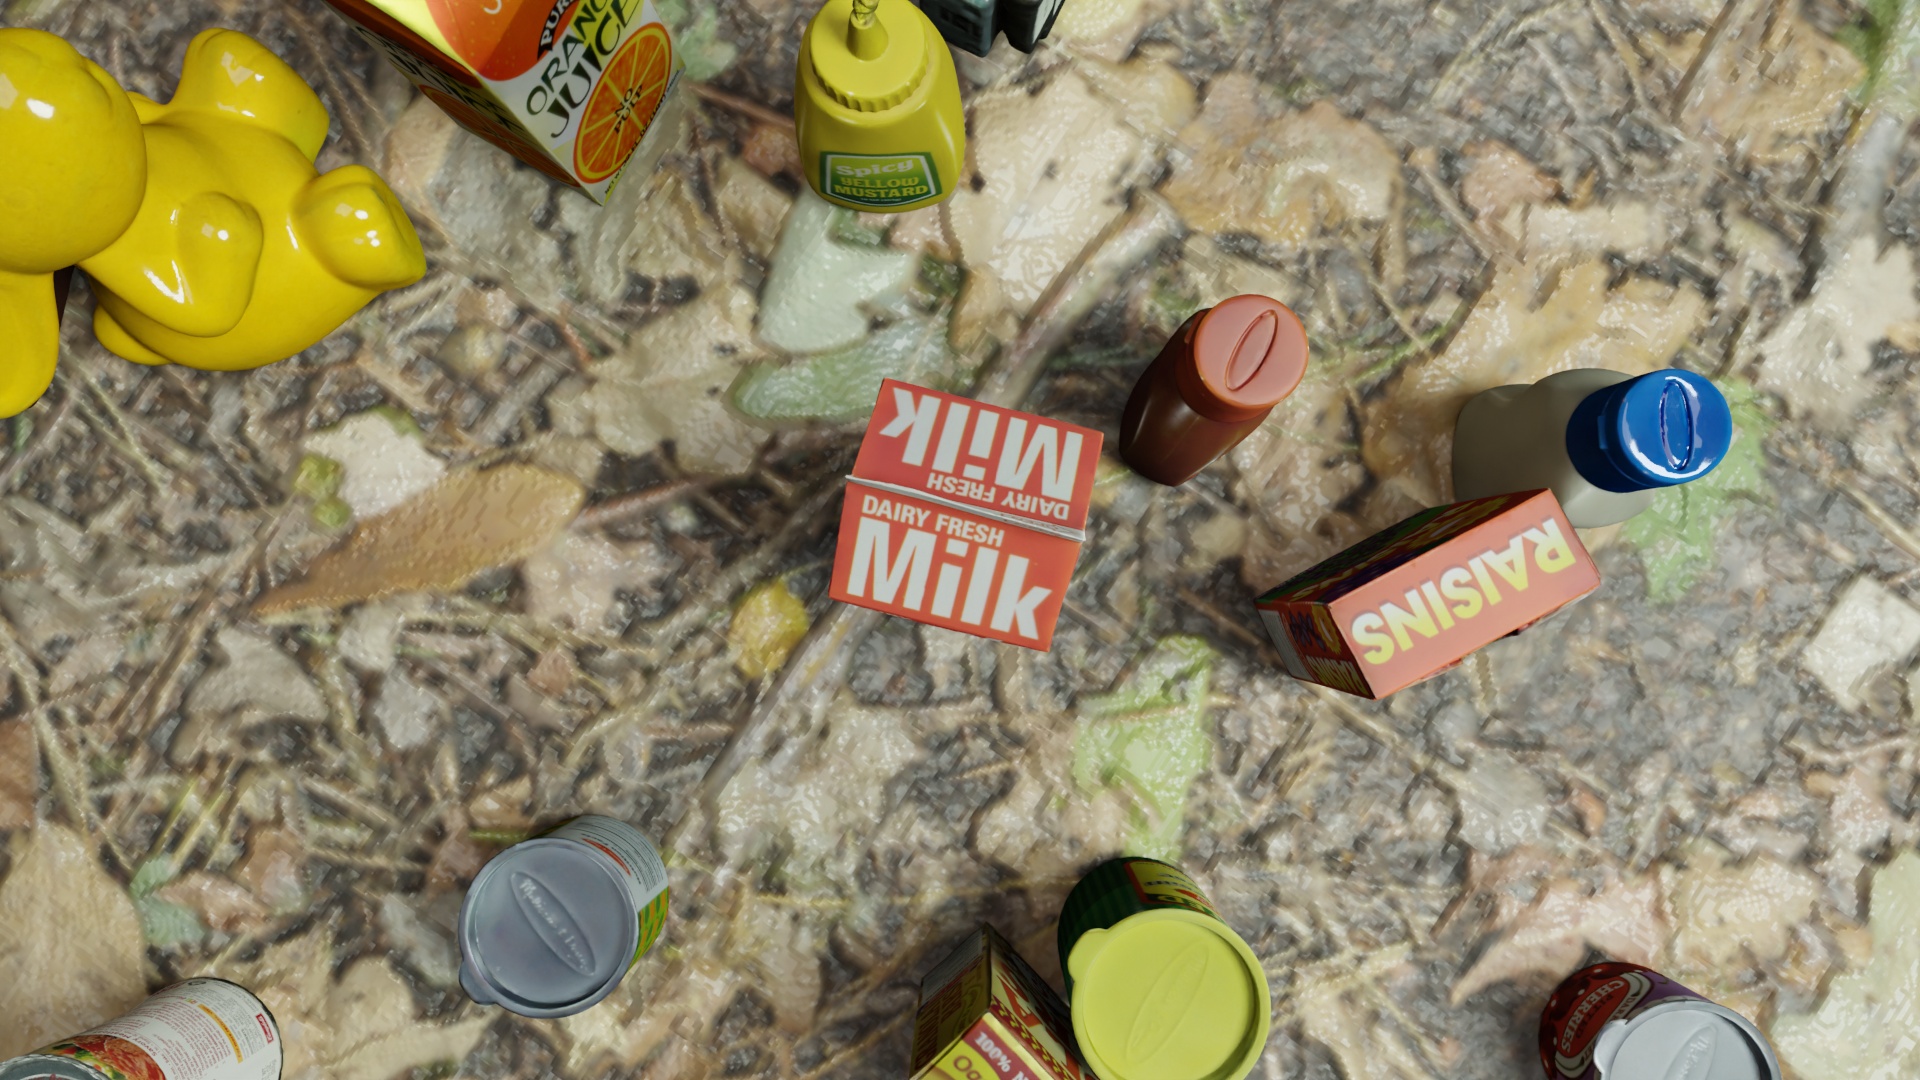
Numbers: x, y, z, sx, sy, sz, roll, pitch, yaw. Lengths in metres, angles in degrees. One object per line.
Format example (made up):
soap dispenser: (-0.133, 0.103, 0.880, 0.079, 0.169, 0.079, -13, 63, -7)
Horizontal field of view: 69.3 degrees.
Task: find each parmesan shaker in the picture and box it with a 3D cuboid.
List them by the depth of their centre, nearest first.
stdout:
parmesan shaker: (0.068, 0.156, 0.512, 0.071, 0.103, 0.071, 0, 87, 1)

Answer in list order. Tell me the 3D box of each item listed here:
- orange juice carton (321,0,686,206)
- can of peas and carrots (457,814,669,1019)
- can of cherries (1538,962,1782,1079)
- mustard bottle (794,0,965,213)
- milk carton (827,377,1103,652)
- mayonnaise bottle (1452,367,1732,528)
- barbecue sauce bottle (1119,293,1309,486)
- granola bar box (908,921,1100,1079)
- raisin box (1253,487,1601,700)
orange juice carton: (-0.163, -0.190, 0.487, 0.073, 0.192, 0.072, 30, 88, 2)
can of peas and carrots: (-0.152, 0.145, 0.536, 0.071, 0.058, 0.071, 0, 87, 1)
can of cherries: (0.263, 0.199, 0.530, 0.071, 0.058, 0.071, 0, 87, 1)
mustard bottle: (-0.031, -0.160, 0.501, 0.065, 0.160, 0.049, -1, 88, 1)
milk carton: (0.002, -0.006, 0.477, 0.072, 0.190, 0.073, 14, 88, 1)
mayonnaise bottle: (0.220, -0.032, 0.498, 0.041, 0.148, 0.064, -3, 88, 1)
barbecue sauce bottle: (0.090, -0.056, 0.500, 0.044, 0.148, 0.065, 30, 88, 2)
granola bar box: (0.053, 0.222, 0.498, 0.039, 0.124, 0.165, -43, 88, -1)
raisin box: (0.163, 0.020, 0.508, 0.086, 0.123, 0.040, -27, 88, -1)
